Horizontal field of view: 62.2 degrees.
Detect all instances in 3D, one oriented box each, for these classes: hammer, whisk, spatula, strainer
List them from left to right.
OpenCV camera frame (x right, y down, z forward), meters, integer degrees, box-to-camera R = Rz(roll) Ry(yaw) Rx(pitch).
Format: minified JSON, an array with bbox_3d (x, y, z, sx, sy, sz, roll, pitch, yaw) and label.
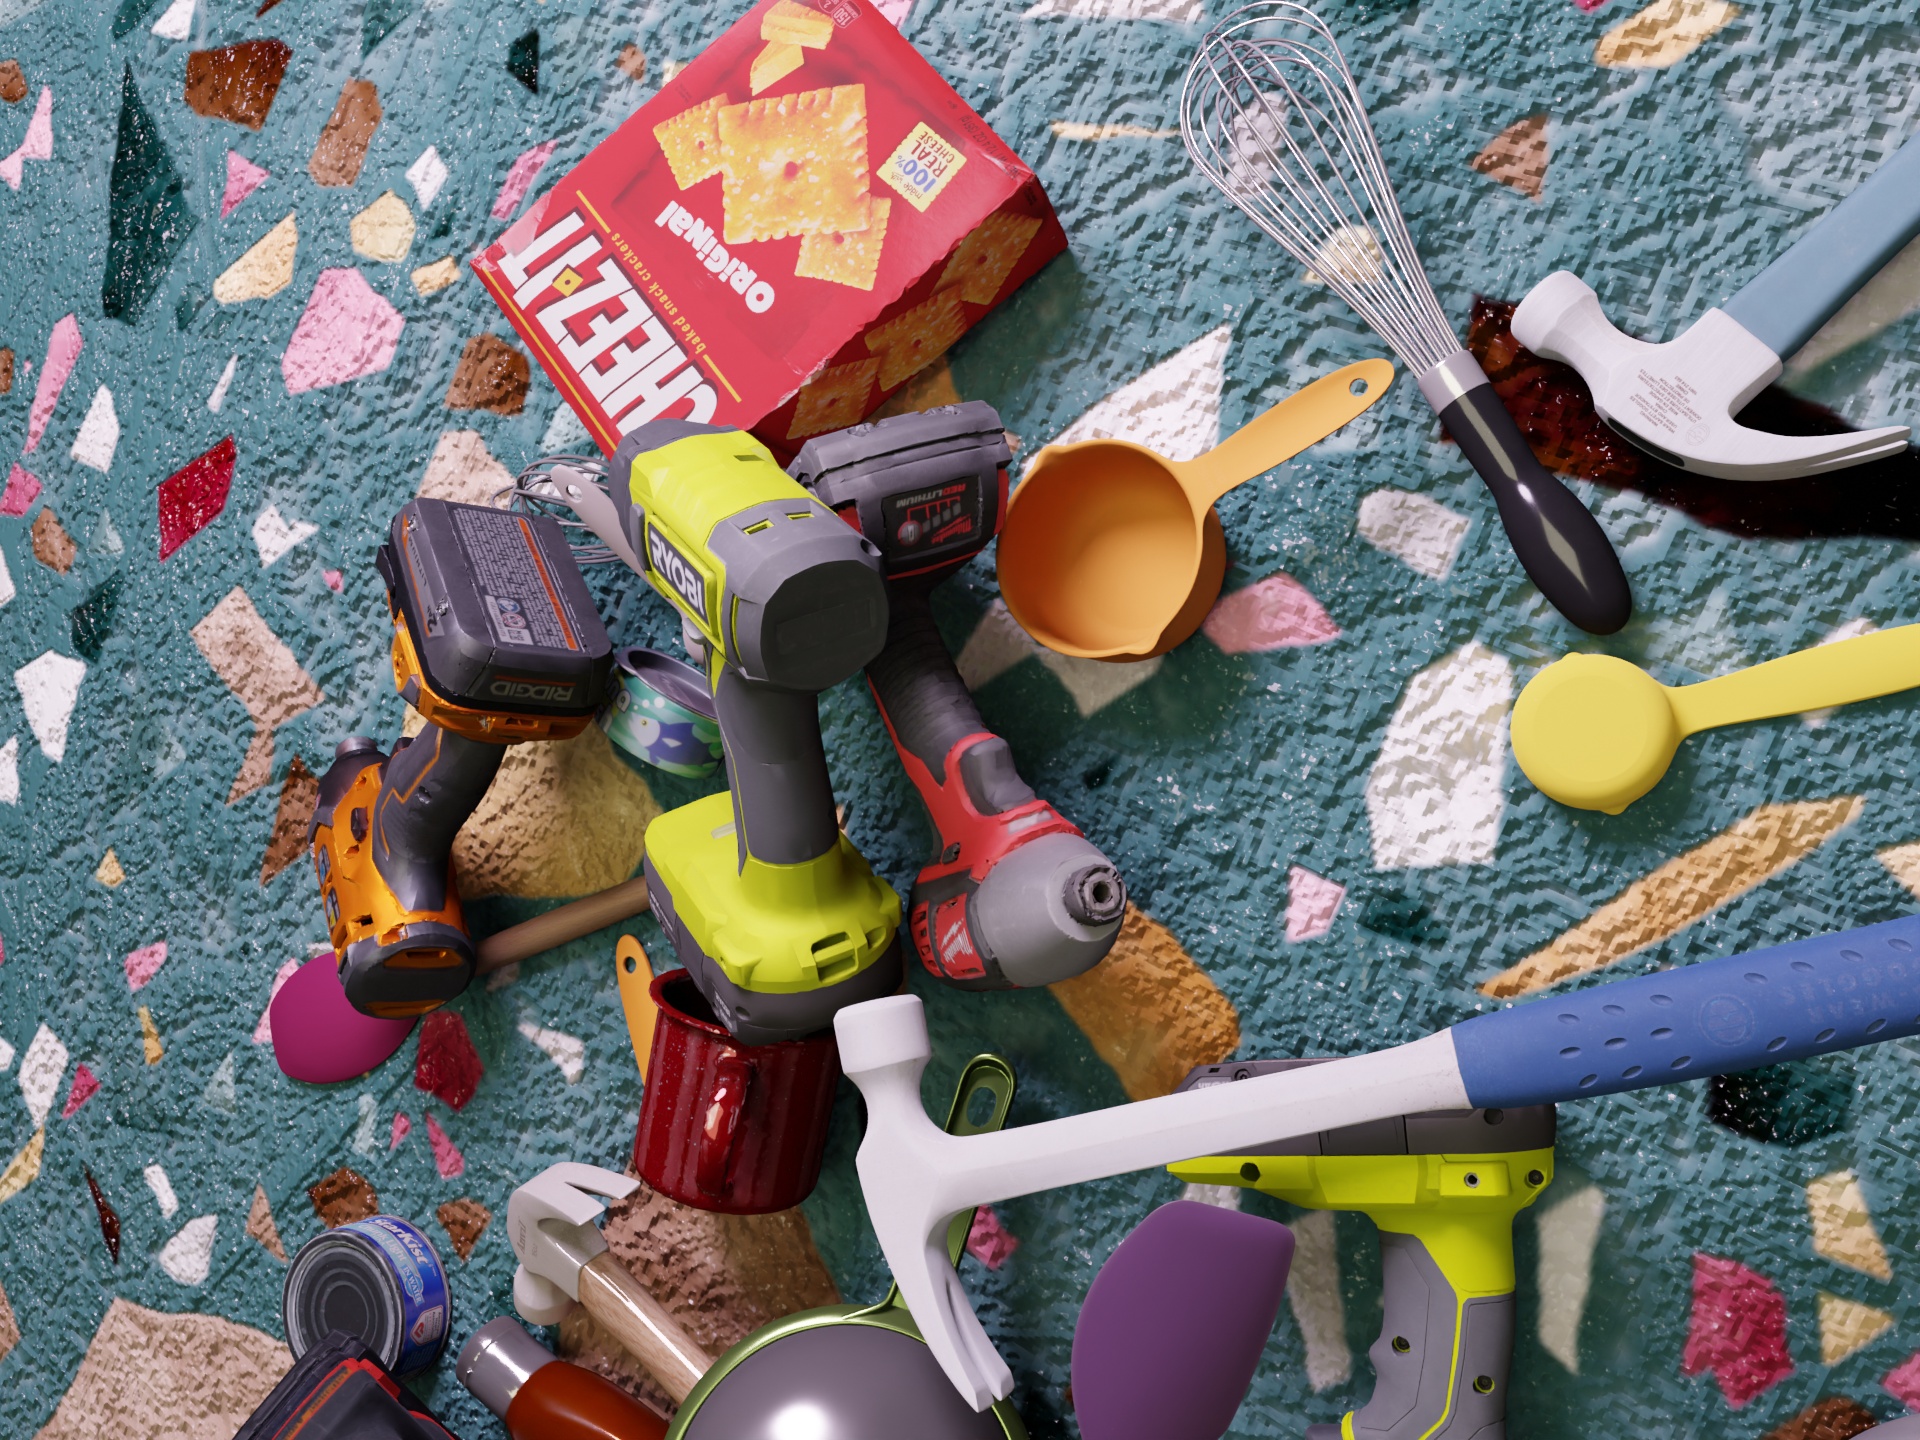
[{"bbox_3d":[-0.119,-0.091,0.743,0.239,0.055,0.055,10,90,23],"label":"whisk"},{"bbox_3d":[-0.079,0.305,0.658,0.331,0.031,0.130,35,134,26],"label":"hammer"},{"bbox_3d":[-0.028,0.244,0.593,0.151,0.069,0.256,17,72,10],"label":"strainer"},{"bbox_3d":[0.042,0.294,0.539,0.060,0.018,0.315,13,109,-1],"label":"spatula"},{"bbox_3d":[0.170,-0.155,0.603,0.070,0.070,0.285,-34,78,20],"label":"whisk"},{"bbox_3d":[0.152,0.120,0.511,0.405,0.035,0.144,-17,76,19],"label":"hammer"},{"bbox_3d":[0.354,-0.213,0.529,0.331,0.033,0.128,-45,68,16],"label":"hammer"}]

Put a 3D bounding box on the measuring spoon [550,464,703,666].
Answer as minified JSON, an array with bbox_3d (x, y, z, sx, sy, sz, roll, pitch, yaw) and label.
[{"bbox_3d":[-0.146,-0.068,0.733,0.124,0.018,0.034,47,129,-13],"label":"measuring spoon"}]

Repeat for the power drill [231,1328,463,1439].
[{"bbox_3d":[-0.203,0.378,0.703,0.227,0.187,0.080,11,48,35],"label":"power drill"}]

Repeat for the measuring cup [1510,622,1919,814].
[{"bbox_3d":[0.271,-0.009,0.555,0.156,0.029,0.062,-17,79,26],"label":"measuring cup"}]

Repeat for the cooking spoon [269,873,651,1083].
[{"bbox_3d":[-0.241,0.119,0.801,0.319,0.017,0.069,-22,76,23],"label":"cooking spoon"}]

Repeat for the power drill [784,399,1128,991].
[{"bbox_3d":[-0.001,-0.002,0.618,0.143,0.078,0.220,-29,79,68],"label":"power drill"}]

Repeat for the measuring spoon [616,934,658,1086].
[{"bbox_3d":[-0.149,0.159,0.757,0.021,0.011,0.117,-20,78,23],"label":"measuring spoon"}]

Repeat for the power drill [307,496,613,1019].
[{"bbox_3d":[-0.252,0.009,0.754,0.226,0.084,0.164,-58,45,30],"label":"power drill"}]

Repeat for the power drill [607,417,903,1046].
[{"bbox_3d":[-0.085,-0.001,0.625,0.171,0.080,0.223,42,142,47],"label":"power drill"}]

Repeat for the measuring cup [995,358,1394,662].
[{"bbox_3d":[0.098,-0.087,0.634,0.173,0.052,0.095,-31,74,19],"label":"measuring cup"}]

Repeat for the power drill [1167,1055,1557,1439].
[{"bbox_3d":[0.133,0.236,0.562,0.190,0.080,0.229,-7,78,21],"label":"power drill"}]
